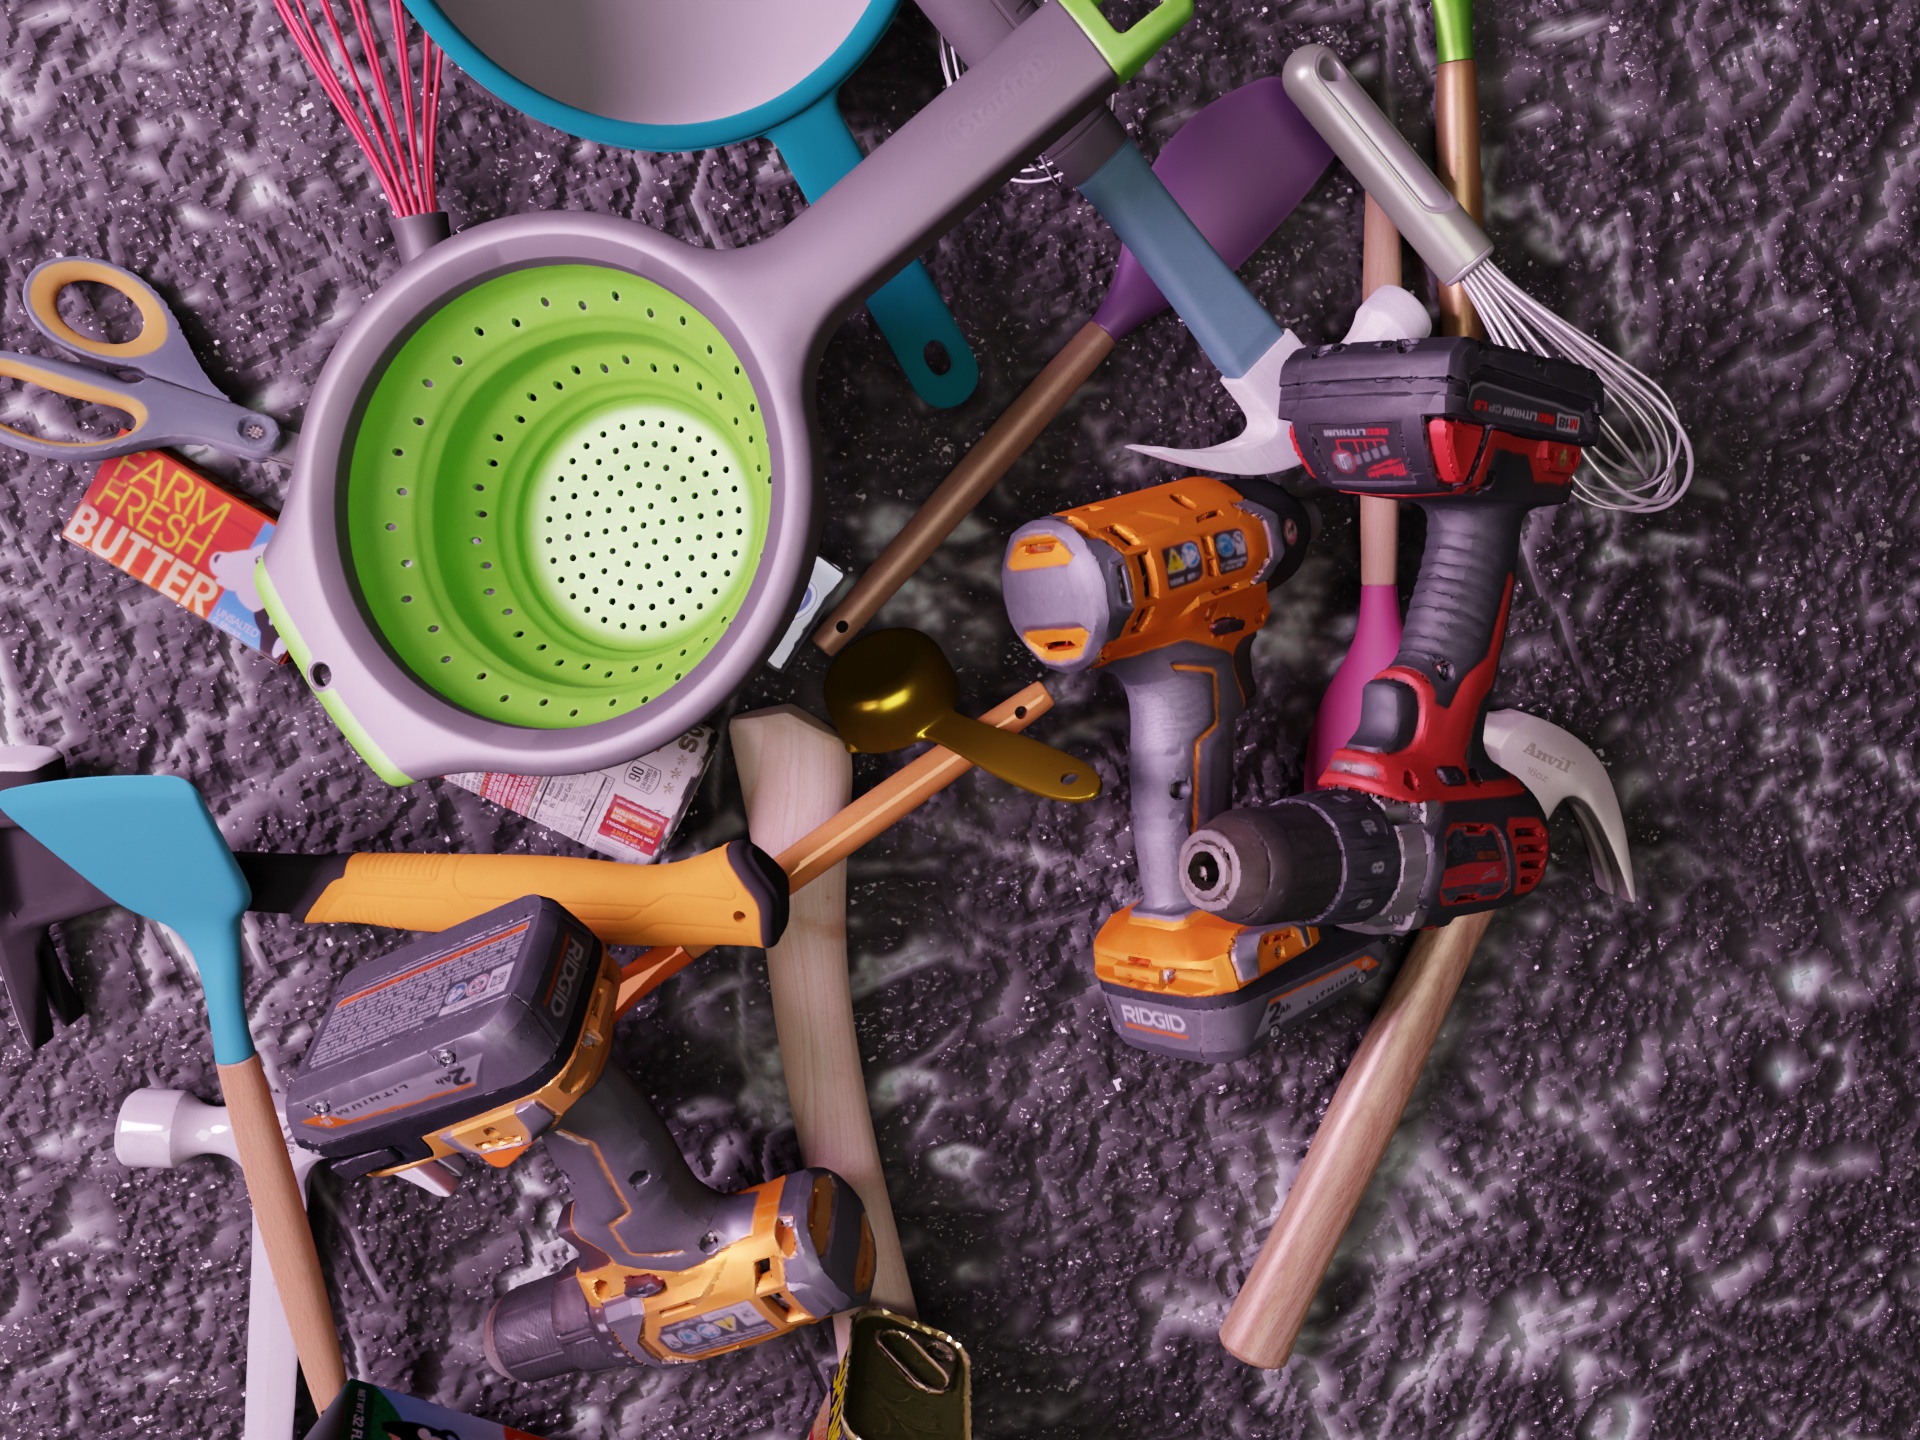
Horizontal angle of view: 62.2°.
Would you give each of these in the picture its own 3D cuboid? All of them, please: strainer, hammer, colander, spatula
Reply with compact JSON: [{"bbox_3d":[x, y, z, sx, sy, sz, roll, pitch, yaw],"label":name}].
[{"bbox_3d":[-0.091,-0.277,0.629,0.211,0.095,0.340,-34,115,-4],"label":"strainer"},{"bbox_3d":[-0.312,0.367,0.727,0.144,0.035,0.405,5,98,-6],"label":"hammer"},{"bbox_3d":[-0.077,-0.130,0.598,0.397,0.094,0.204,-37,81,10],"label":"colander"},{"bbox_3d":[-0.236,0.077,0.651,0.337,0.034,0.127,1,106,6],"label":"hammer"},{"bbox_3d":[0.206,0.153,0.743,0.130,0.031,0.331,22,96,-8],"label":"hammer"},{"bbox_3d":[0.043,-0.150,0.689,0.059,0.018,0.316,41,92,-7],"label":"spatula"},{"bbox_3d":[0.046,-0.226,0.607,0.128,0.033,0.330,-47,112,-4],"label":"hammer"},{"bbox_3d":[-0.097,0.079,0.678,0.322,0.041,0.081,-35,97,0],"label":"spatula"},{"bbox_3d":[-0.294,0.164,0.642,0.082,0.044,0.317,-5,107,10],"label":"spatula"},{"bbox_3d":[-0.064,0.198,0.724,0.146,0.038,0.410,-9,99,-2],"label":"hammer"}]

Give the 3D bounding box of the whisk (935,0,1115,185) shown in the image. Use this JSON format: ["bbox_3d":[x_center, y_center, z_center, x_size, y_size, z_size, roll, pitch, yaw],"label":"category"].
[{"bbox_3d":[-0.007,-0.353,0.639,0.070,0.070,0.284,-19,95,-2],"label":"whisk"}]

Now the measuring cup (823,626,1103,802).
[{"bbox_3d":[-0.001,-0.002,0.643,0.062,0.157,0.029,-43,128,-20],"label":"measuring cup"}]

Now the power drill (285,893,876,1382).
[{"bbox_3d":[-0.166,0.189,0.646,0.185,0.084,0.226,-23,123,19],"label":"power drill"}]

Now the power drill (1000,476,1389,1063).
[{"bbox_3d":[0.112,0.010,0.674,0.164,0.084,0.226,-20,102,-36],"label":"power drill"}]

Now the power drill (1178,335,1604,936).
[{"bbox_3d":[0.163,-0.028,0.610,0.187,0.080,0.226,-1,97,-39],"label":"power drill"}]

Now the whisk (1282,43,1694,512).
[{"bbox_3d":[0.218,-0.184,0.664,0.058,0.059,0.246,-41,92,-27],"label":"whisk"}]

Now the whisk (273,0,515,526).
[{"bbox_3d":[-0.221,-0.221,0.636,0.073,0.073,0.295,-11,105,-3],"label":"whisk"}]

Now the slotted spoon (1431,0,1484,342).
[{"bbox_3d":[0.212,-0.255,0.684,0.070,0.031,0.313,-6,101,-4],"label":"slotted spoon"}]

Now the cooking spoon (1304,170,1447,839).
[{"bbox_3d":[0.184,-0.085,0.700,0.069,0.017,0.319,2,94,30],"label":"cooking spoon"}]
